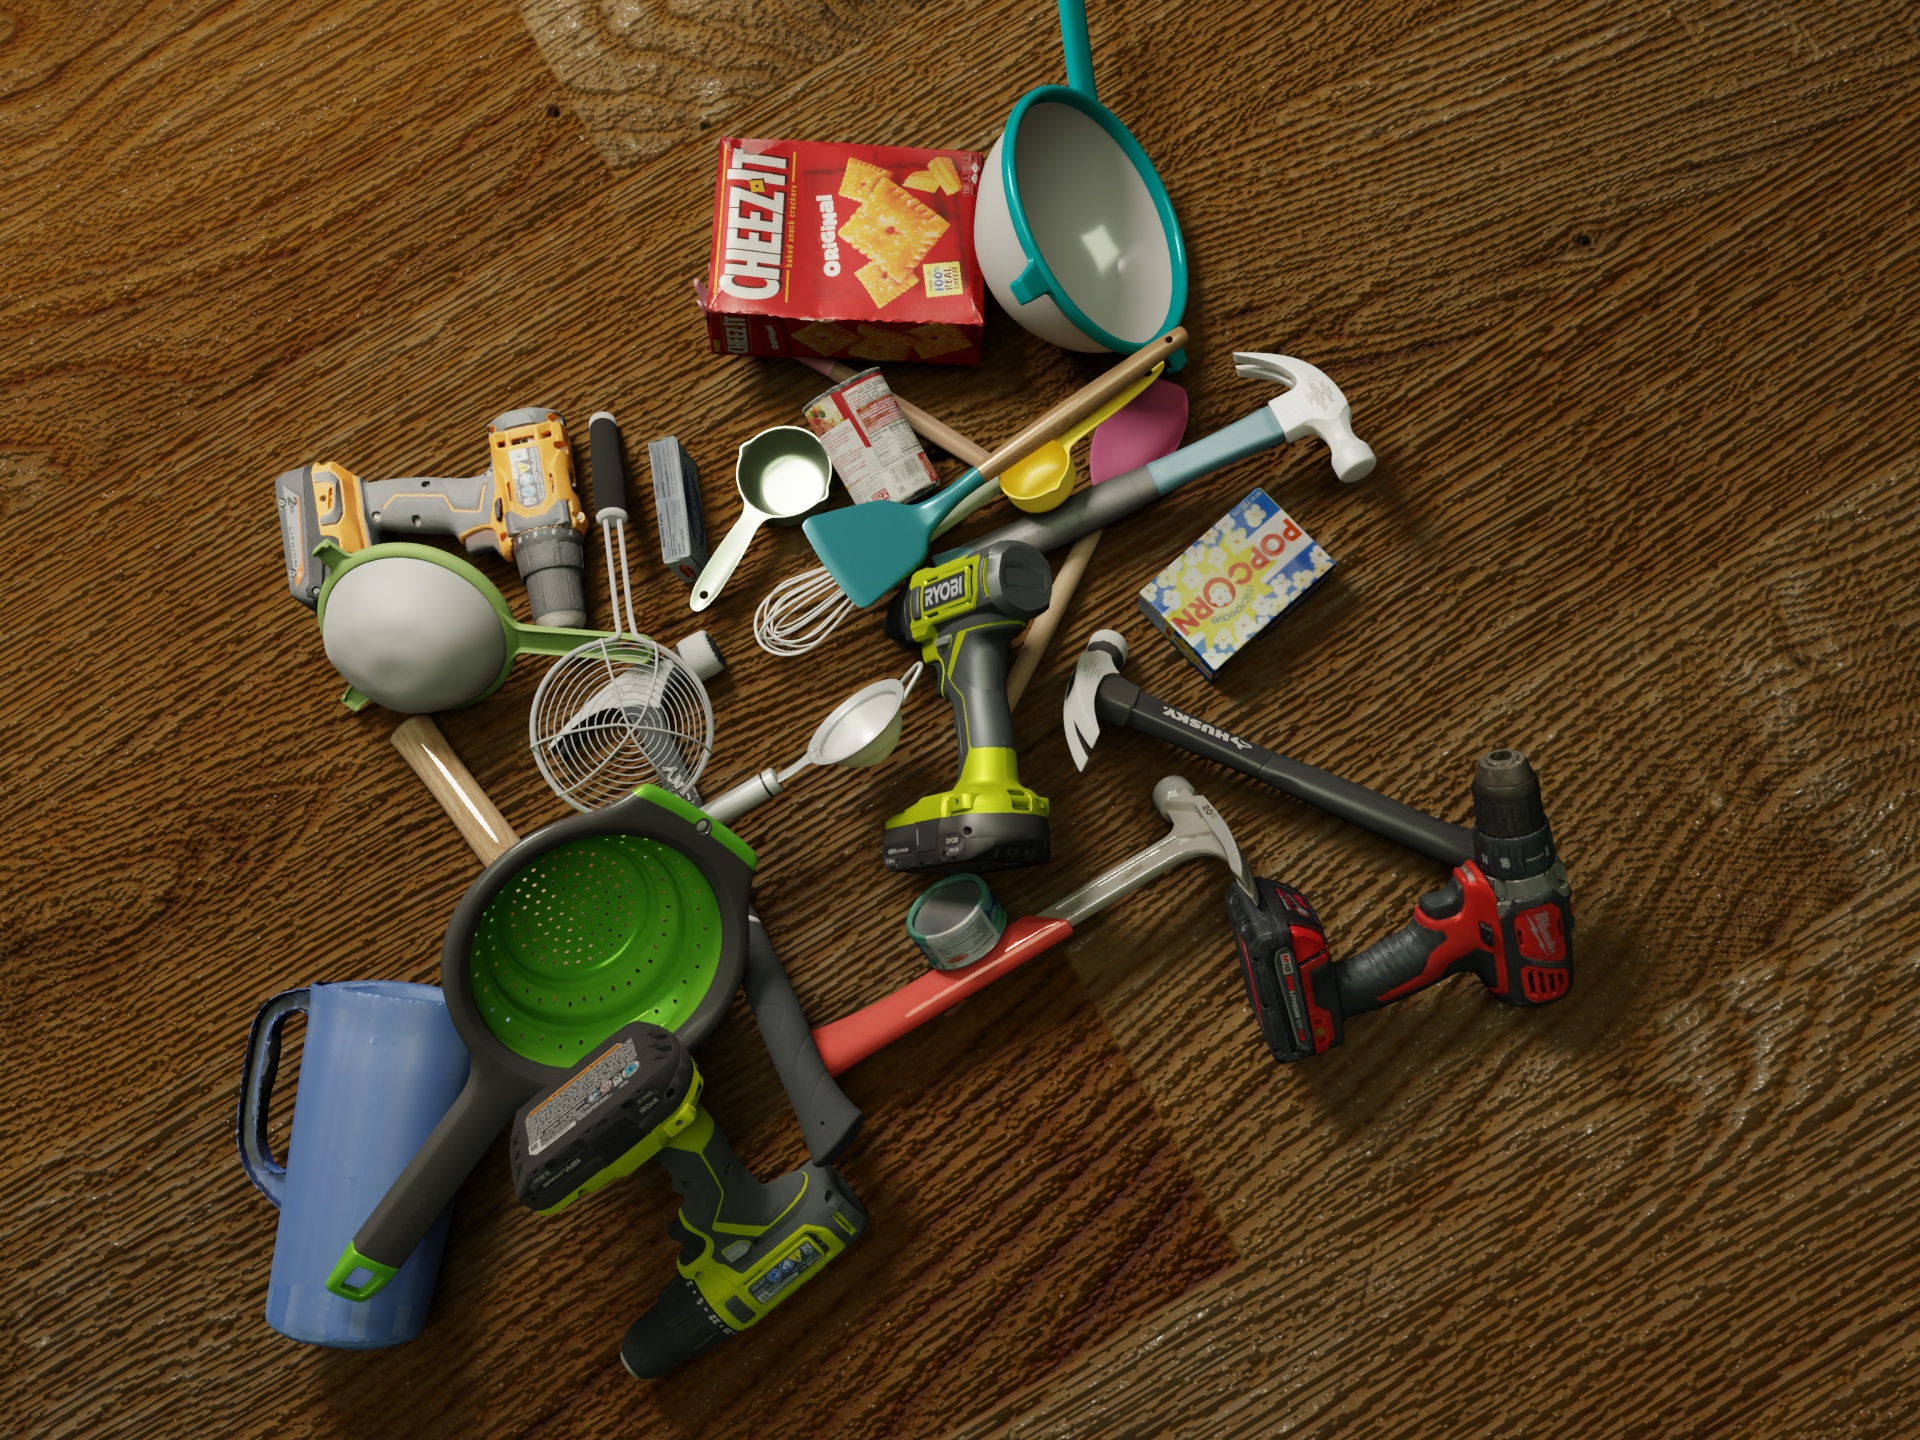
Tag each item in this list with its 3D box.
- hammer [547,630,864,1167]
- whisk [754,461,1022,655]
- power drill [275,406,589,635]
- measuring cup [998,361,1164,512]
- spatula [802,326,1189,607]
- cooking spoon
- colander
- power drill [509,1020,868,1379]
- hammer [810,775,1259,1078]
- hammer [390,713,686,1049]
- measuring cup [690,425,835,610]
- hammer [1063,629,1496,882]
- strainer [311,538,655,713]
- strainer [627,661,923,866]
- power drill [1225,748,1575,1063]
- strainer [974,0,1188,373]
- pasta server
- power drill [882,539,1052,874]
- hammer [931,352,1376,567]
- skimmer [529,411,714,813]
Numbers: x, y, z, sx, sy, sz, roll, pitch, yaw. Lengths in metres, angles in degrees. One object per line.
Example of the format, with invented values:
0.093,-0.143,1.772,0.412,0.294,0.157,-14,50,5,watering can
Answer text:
-0.174,0.131,1.159,0.149,0.036,0.409,-28,67,1,hammer
-0.055,-0.131,1.224,0.246,0.057,0.059,-36,68,-3,whisk
-0.405,-0.136,1.252,0.226,0.084,0.185,-13,78,-2,power drill
0.097,-0.215,1.199,0.156,0.029,0.062,-41,53,-4,measuring cup
0.035,-0.198,1.172,0.317,0.044,0.082,-35,77,2,spatula
0.092,-0.126,1.229,0.069,0.017,0.319,23,80,23,cooking spoon
-0.304,0.211,1.087,0.204,0.095,0.397,38,87,-31,colander
-0.197,0.331,1.073,0.190,0.080,0.228,-38,118,-4,power drill
0.034,0.168,1.126,0.359,0.149,0.036,-31,118,3,hammer
-0.329,0.126,1.200,0.130,0.031,0.331,-37,74,-15,hammer
-0.160,-0.153,1.252,0.083,0.038,0.167,31,84,11,measuring cup
0.230,0.040,1.141,0.335,0.146,0.035,24,124,3,hammer
-0.362,-0.049,1.193,0.256,0.151,0.069,4,36,-1,strainer
-0.128,0.041,1.143,0.258,0.087,0.050,-30,115,3,strainer
0.302,0.127,1.084,0.226,0.080,0.187,-15,113,2,power drill
0.071,-0.429,1.238,0.095,0.210,0.340,-19,70,42,strainer
-0.079,-0.270,1.270,0.316,0.040,0.060,33,71,11,pasta server
-0.002,-0.004,1.152,0.080,0.171,0.223,7,77,-35,power drill
0.134,-0.175,1.205,0.331,0.033,0.128,-24,66,8,hammer
-0.262,-0.091,1.194,0.127,0.090,0.364,2,46,-20,skimmer
